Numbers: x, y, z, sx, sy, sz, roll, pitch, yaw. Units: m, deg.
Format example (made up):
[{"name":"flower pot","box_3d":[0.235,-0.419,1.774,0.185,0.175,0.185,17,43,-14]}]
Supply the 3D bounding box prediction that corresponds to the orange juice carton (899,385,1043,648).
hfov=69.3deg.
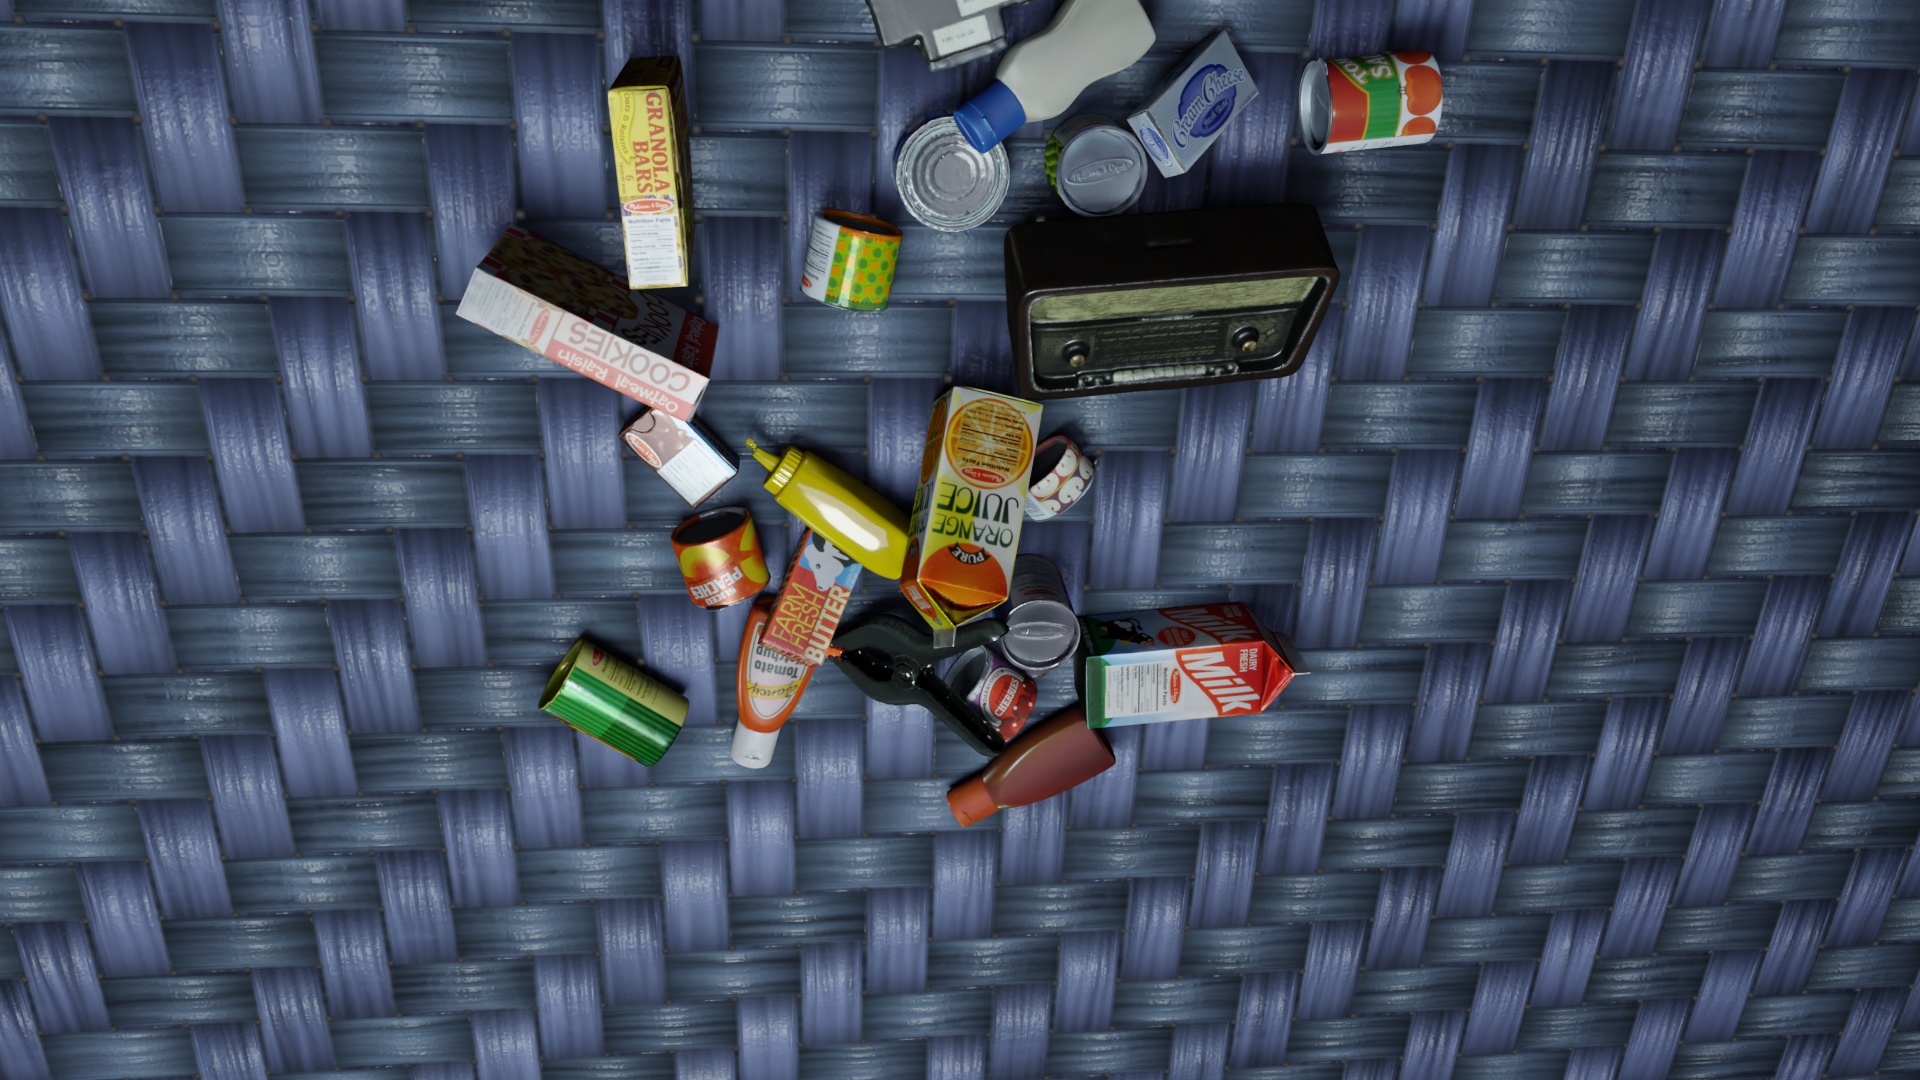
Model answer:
[{"name":"orange juice carton","box_3d":[0.004,-0.013,1.054,0.073,0.071,0.193,12,82,-13]}]

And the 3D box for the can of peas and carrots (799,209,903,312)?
[{"name":"can of peas and carrots","box_3d":[-0.077,-0.204,1.013,0.071,0.071,0.058,10,113,-11]}]

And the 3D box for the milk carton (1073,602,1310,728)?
[{"name":"milk carton","box_3d":[0.195,0.104,1.184,0.191,0.072,0.073,-5,115,-3]}]

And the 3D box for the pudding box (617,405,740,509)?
[{"name":"pudding box","box_3d":[-0.217,-0.071,1.077,0.049,0.030,0.083,-38,113,12]}]

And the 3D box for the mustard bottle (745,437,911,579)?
[{"name":"mustard bottle","box_3d":[-0.104,-0.032,1.093,0.160,0.065,0.048,35,104,-14]}]

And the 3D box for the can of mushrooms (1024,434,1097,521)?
[{"name":"can of mushrooms","box_3d":[0.073,-0.052,1.101,0.071,0.071,0.033,-40,112,12]}]

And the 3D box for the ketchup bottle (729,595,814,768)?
[{"name":"ketchup bottle","box_3d":[-0.160,0.121,1.165,0.065,0.044,0.148,13,113,-11]}]

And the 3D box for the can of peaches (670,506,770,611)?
[{"name":"can of peaches","box_3d":[-0.190,0.014,1.097,0.071,0.071,0.057,-14,115,0]}]

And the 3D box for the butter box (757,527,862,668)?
[{"name":"butter box","box_3d":[-0.119,0.046,1.115,0.053,0.024,0.104,27,71,-17]}]

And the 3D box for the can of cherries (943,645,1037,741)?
[{"name":"can of cherries","box_3d":[0.024,0.131,1.176,0.058,0.072,0.071,35,106,-20]}]

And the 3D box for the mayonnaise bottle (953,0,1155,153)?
[{"name":"mayonnaise bottle","box_3d":[0.062,-0.328,0.966,0.148,0.041,0.064,-39,113,-5]}]

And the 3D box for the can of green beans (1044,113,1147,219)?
[{"name":"can of green beans","box_3d":[0.097,-0.271,1.005,0.071,0.058,0.071,-3,115,-6]}]

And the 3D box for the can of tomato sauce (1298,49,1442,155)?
[{"name":"can of tomato sauce","box_3d":[0.295,-0.318,1.002,0.083,0.071,0.071,-7,116,-4]}]

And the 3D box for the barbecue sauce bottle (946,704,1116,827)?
[{"name":"barbecue sauce bottle","box_3d":[0.060,0.205,1.230,0.148,0.044,0.064,-30,115,8]}]

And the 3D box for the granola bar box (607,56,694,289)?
[{"name":"granola bar box","box_3d":[-0.201,-0.248,0.922,0.039,0.166,0.123,-4,115,-7]}]

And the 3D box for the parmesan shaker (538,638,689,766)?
[{"name":"parmesan shaker","box_3d":[-0.284,0.136,1.142,0.103,0.071,0.071,34,107,-20]}]

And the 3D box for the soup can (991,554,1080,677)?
[{"name":"soup can","box_3d":[0.059,0.061,1.140,0.071,0.084,0.071,-2,115,-5]}]

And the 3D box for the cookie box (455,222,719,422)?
[{"name":"cookie box","box_3d":[-0.256,-0.154,0.982,0.167,0.123,0.040,26,111,-17]}]

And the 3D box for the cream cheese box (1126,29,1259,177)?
[{"name":"cream cheese box","box_3d":[0.166,-0.309,0.985,0.104,0.024,0.053,-49,115,-23]}]
